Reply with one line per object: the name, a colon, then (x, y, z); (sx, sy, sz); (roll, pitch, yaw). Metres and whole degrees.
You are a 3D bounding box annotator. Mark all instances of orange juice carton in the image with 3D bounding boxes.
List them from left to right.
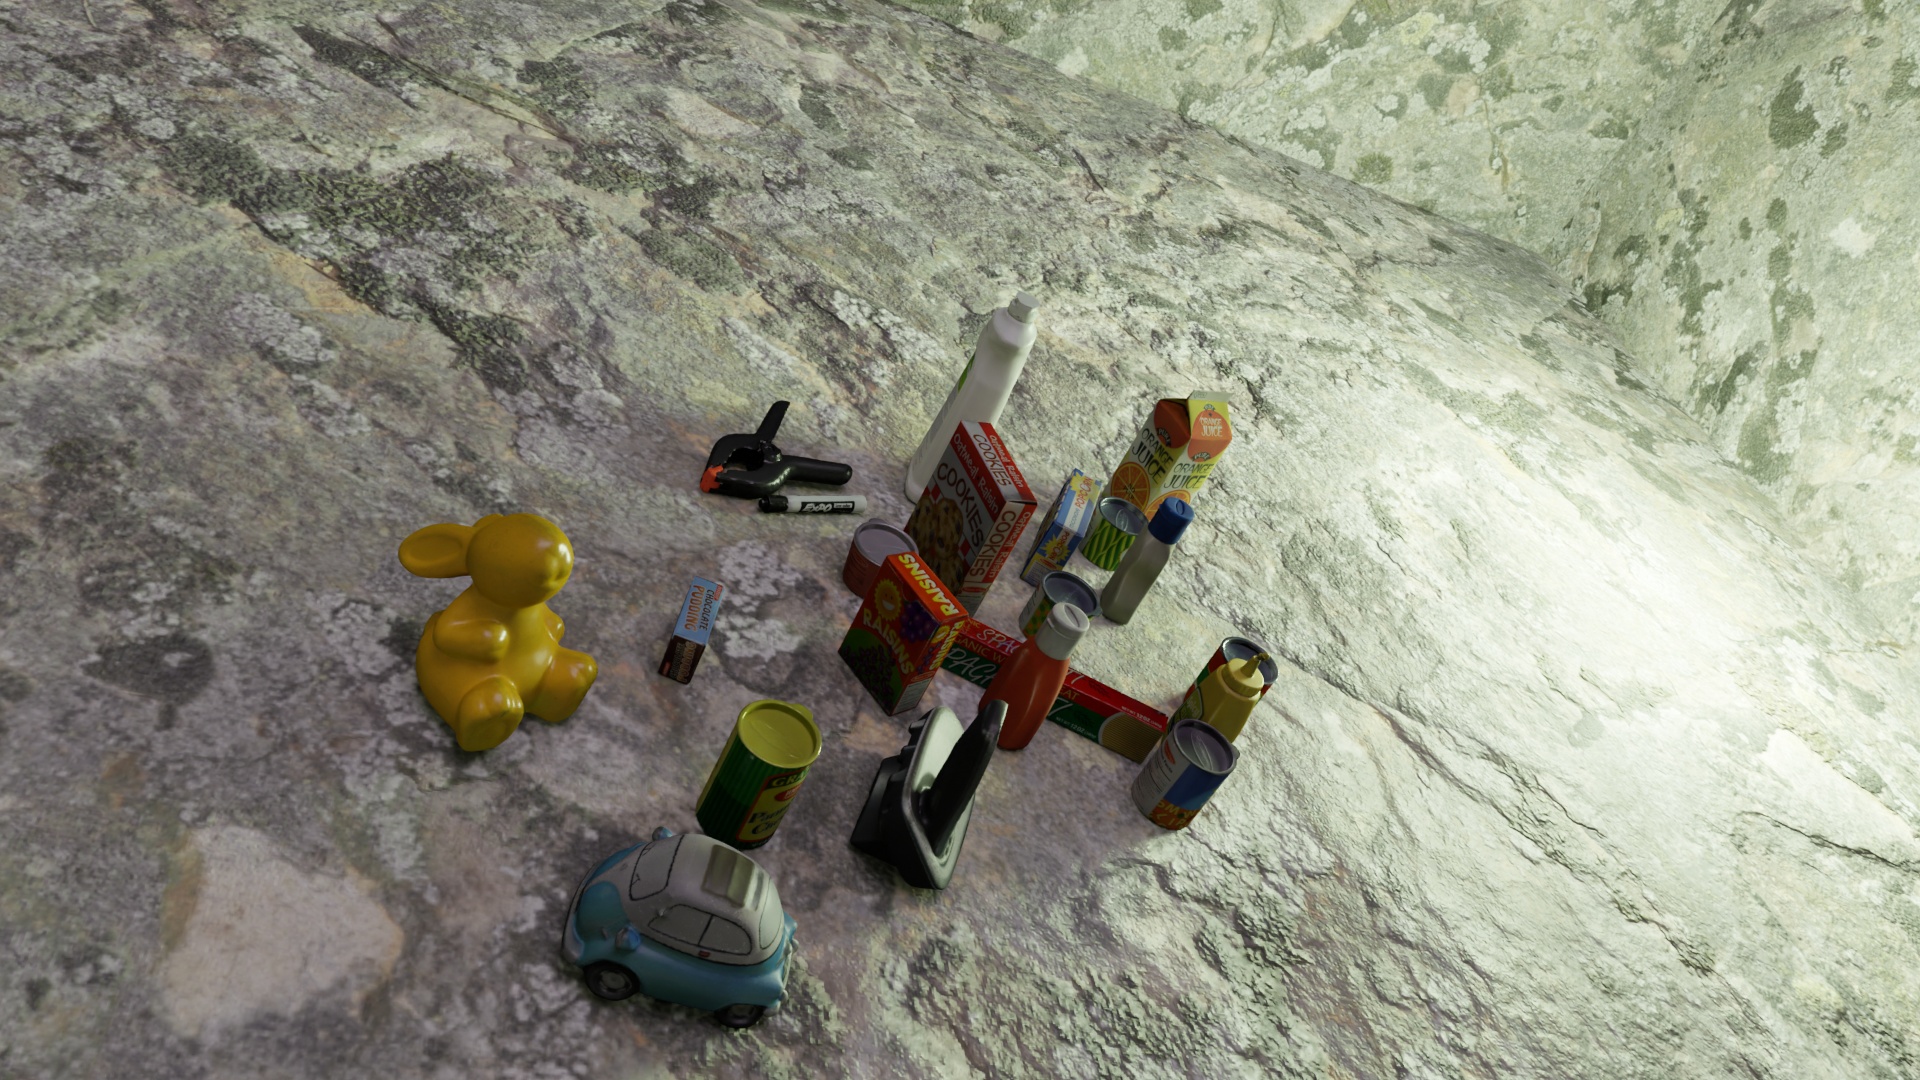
orange juice carton: (0.253, -0.102, 1.646); (0.072, 0.191, 0.073); (0, 43, -37)

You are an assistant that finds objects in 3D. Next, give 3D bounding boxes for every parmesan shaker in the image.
parmesan shaker: (-0.153, 0.179, 1.062); (0.071, 0.102, 0.072); (19, 35, -14)

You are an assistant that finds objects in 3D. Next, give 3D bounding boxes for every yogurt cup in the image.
yogurt cup: (-0.082, 0.023, 1.365); (0.072, 0.053, 0.073); (19, 35, -14)

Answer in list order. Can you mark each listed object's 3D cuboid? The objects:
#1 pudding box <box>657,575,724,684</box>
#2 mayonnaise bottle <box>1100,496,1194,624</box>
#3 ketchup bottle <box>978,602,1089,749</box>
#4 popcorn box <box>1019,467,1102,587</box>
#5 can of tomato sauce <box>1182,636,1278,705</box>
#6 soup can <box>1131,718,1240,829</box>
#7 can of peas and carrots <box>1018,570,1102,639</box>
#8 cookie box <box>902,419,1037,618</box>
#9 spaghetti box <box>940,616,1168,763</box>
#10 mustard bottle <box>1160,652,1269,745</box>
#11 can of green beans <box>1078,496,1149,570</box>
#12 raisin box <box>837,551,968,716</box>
pudding box: (-0.230, 0.076, 1.191); (0.030, 0.049, 0.084); (22, 34, -11)
mayonnaise bottle: (0.200, 0.020, 1.487); (0.041, 0.147, 0.065); (25, 34, -6)
ketchup bottle: (0.067, 0.120, 1.258); (0.043, 0.148, 0.065); (3, 41, -33)
popcorn box: (0.111, -0.012, 1.522); (0.038, 0.084, 0.127); (28, 34, -1)
can of tomato sauce: (0.276, 0.152, 1.427); (0.071, 0.082, 0.071); (19, 35, -14)
soup can: (0.209, 0.218, 1.290); (0.071, 0.083, 0.072); (19, 35, -14)
can of peas and carrots: (0.103, 0.075, 1.425); (0.071, 0.058, 0.071); (19, 35, -14)
cookie box: (0.005, -0.017, 1.378); (0.040, 0.166, 0.123); (4, 41, -32)
spaghetti box: (0.077, 0.137, 1.331); (0.250, 0.050, 0.029); (26, 33, -3)
mustard bottle: (0.247, 0.159, 1.327); (0.049, 0.159, 0.065); (19, 35, -15)
can of green beans: (0.174, -0.007, 1.586); (0.071, 0.057, 0.071); (19, 35, -14)
raisin box: (-0.053, 0.083, 1.243); (0.040, 0.122, 0.086); (-10, 50, -44)
